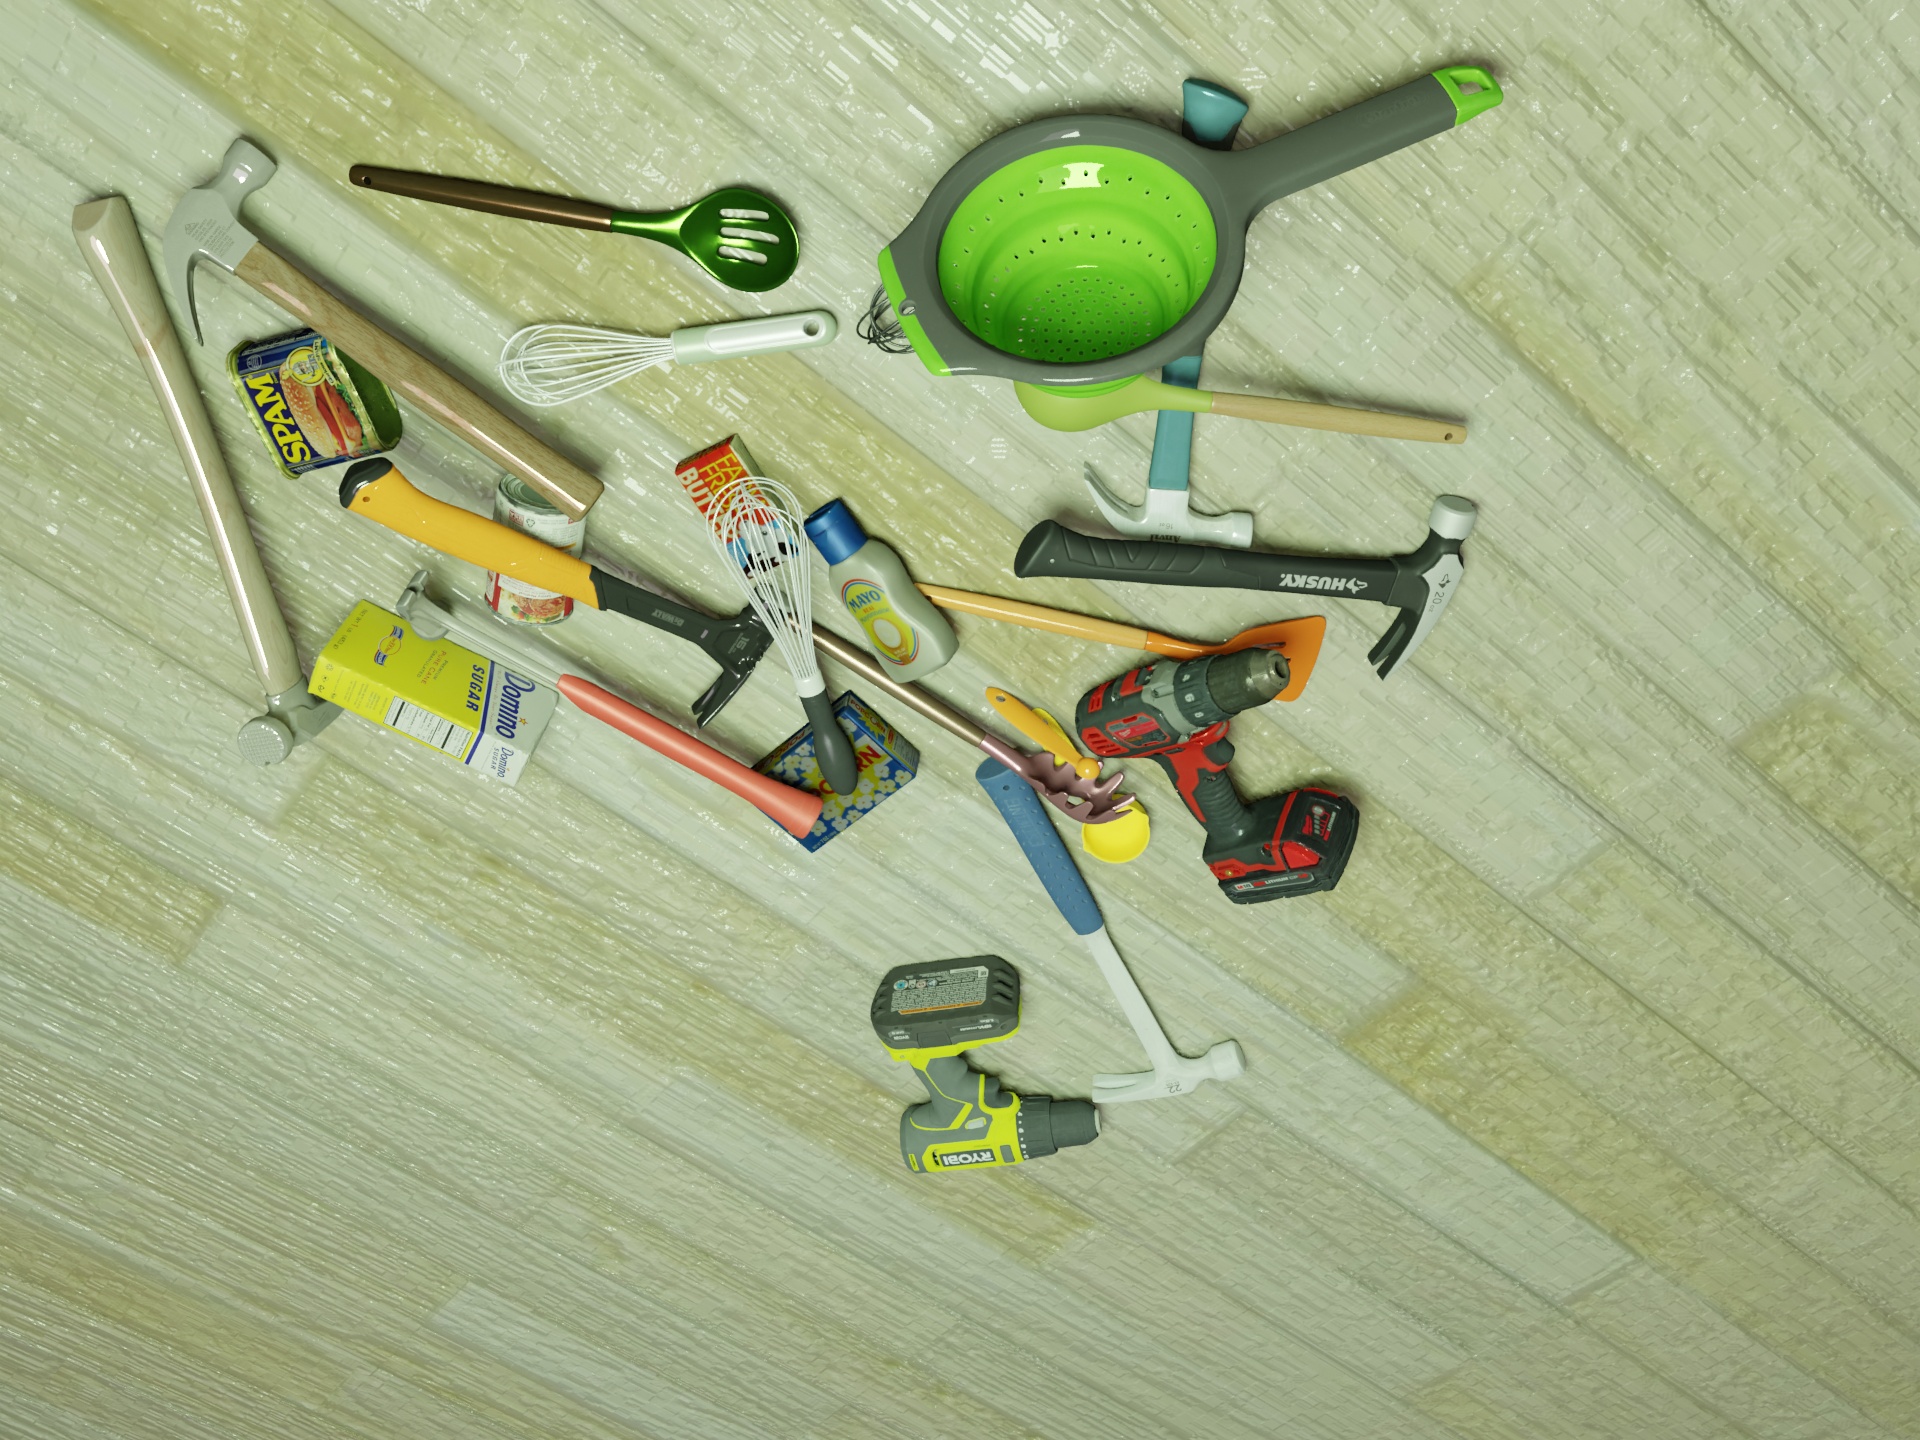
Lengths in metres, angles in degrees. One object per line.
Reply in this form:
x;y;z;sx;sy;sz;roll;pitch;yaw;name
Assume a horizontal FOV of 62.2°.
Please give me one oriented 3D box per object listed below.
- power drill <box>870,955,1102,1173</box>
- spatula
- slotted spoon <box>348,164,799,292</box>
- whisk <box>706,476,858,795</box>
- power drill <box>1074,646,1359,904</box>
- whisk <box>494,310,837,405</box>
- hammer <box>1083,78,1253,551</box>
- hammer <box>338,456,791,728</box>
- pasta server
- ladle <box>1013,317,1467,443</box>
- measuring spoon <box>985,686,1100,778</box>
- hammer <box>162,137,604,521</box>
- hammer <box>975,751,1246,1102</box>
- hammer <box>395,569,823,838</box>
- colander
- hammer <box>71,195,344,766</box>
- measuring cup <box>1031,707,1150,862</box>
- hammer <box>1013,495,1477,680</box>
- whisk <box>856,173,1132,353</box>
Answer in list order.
0.022;0.329;1.480;0.190;0.080;0.228;-9;125;10;power drill
0.121;-0.072;1.242;0.322;0.041;0.081;12;124;1;spatula
-0.262;-0.348;1.087;0.314;0.031;0.070;10;123;0;slotted spoon
-0.126;-0.056;1.214;0.070;0.070;0.284;-9;122;10;whisk
0.219;0.037;1.237;0.188;0.080;0.226;-19;123;46;power drill
-0.209;-0.264;1.128;0.246;0.059;0.058;-7;95;4;whisk
0.157;-0.269;1.103;0.128;0.033;0.330;3;123;1;hammer
-0.294;-0.101;1.173;0.336;0.034;0.127;24;113;-34;hammer
-0.002;-0.004;1.271;0.316;0.060;0.040;32;125;-6;pasta server
0.194;-0.221;1.095;0.320;0.062;0.078;5;122;-9;ladle
0.065;0.007;1.266;0.117;0.021;0.011;39;146;19;measuring spoon
-0.397;-0.247;1.108;0.331;0.031;0.130;36;83;-14;hammer
0.114;0.193;1.406;0.144;0.035;0.405;-21;119;17;hammer
-0.268;-0.008;1.241;0.359;0.149;0.037;30;78;-12;hammer
0.150;-0.303;1.004;0.397;0.205;0.094;-22;155;-2;colander
-0.554;-0.179;1.187;0.038;0.146;0.410;-8;112;9;hammer
0.104;0.049;1.325;0.062;0.029;0.156;-30;104;17;measuring cup
0.203;-0.106;1.165;0.334;0.035;0.146;3;125;-13;hammer
0.031;-0.321;1.071;0.239;0.055;0.055;-30;116;17;whisk
